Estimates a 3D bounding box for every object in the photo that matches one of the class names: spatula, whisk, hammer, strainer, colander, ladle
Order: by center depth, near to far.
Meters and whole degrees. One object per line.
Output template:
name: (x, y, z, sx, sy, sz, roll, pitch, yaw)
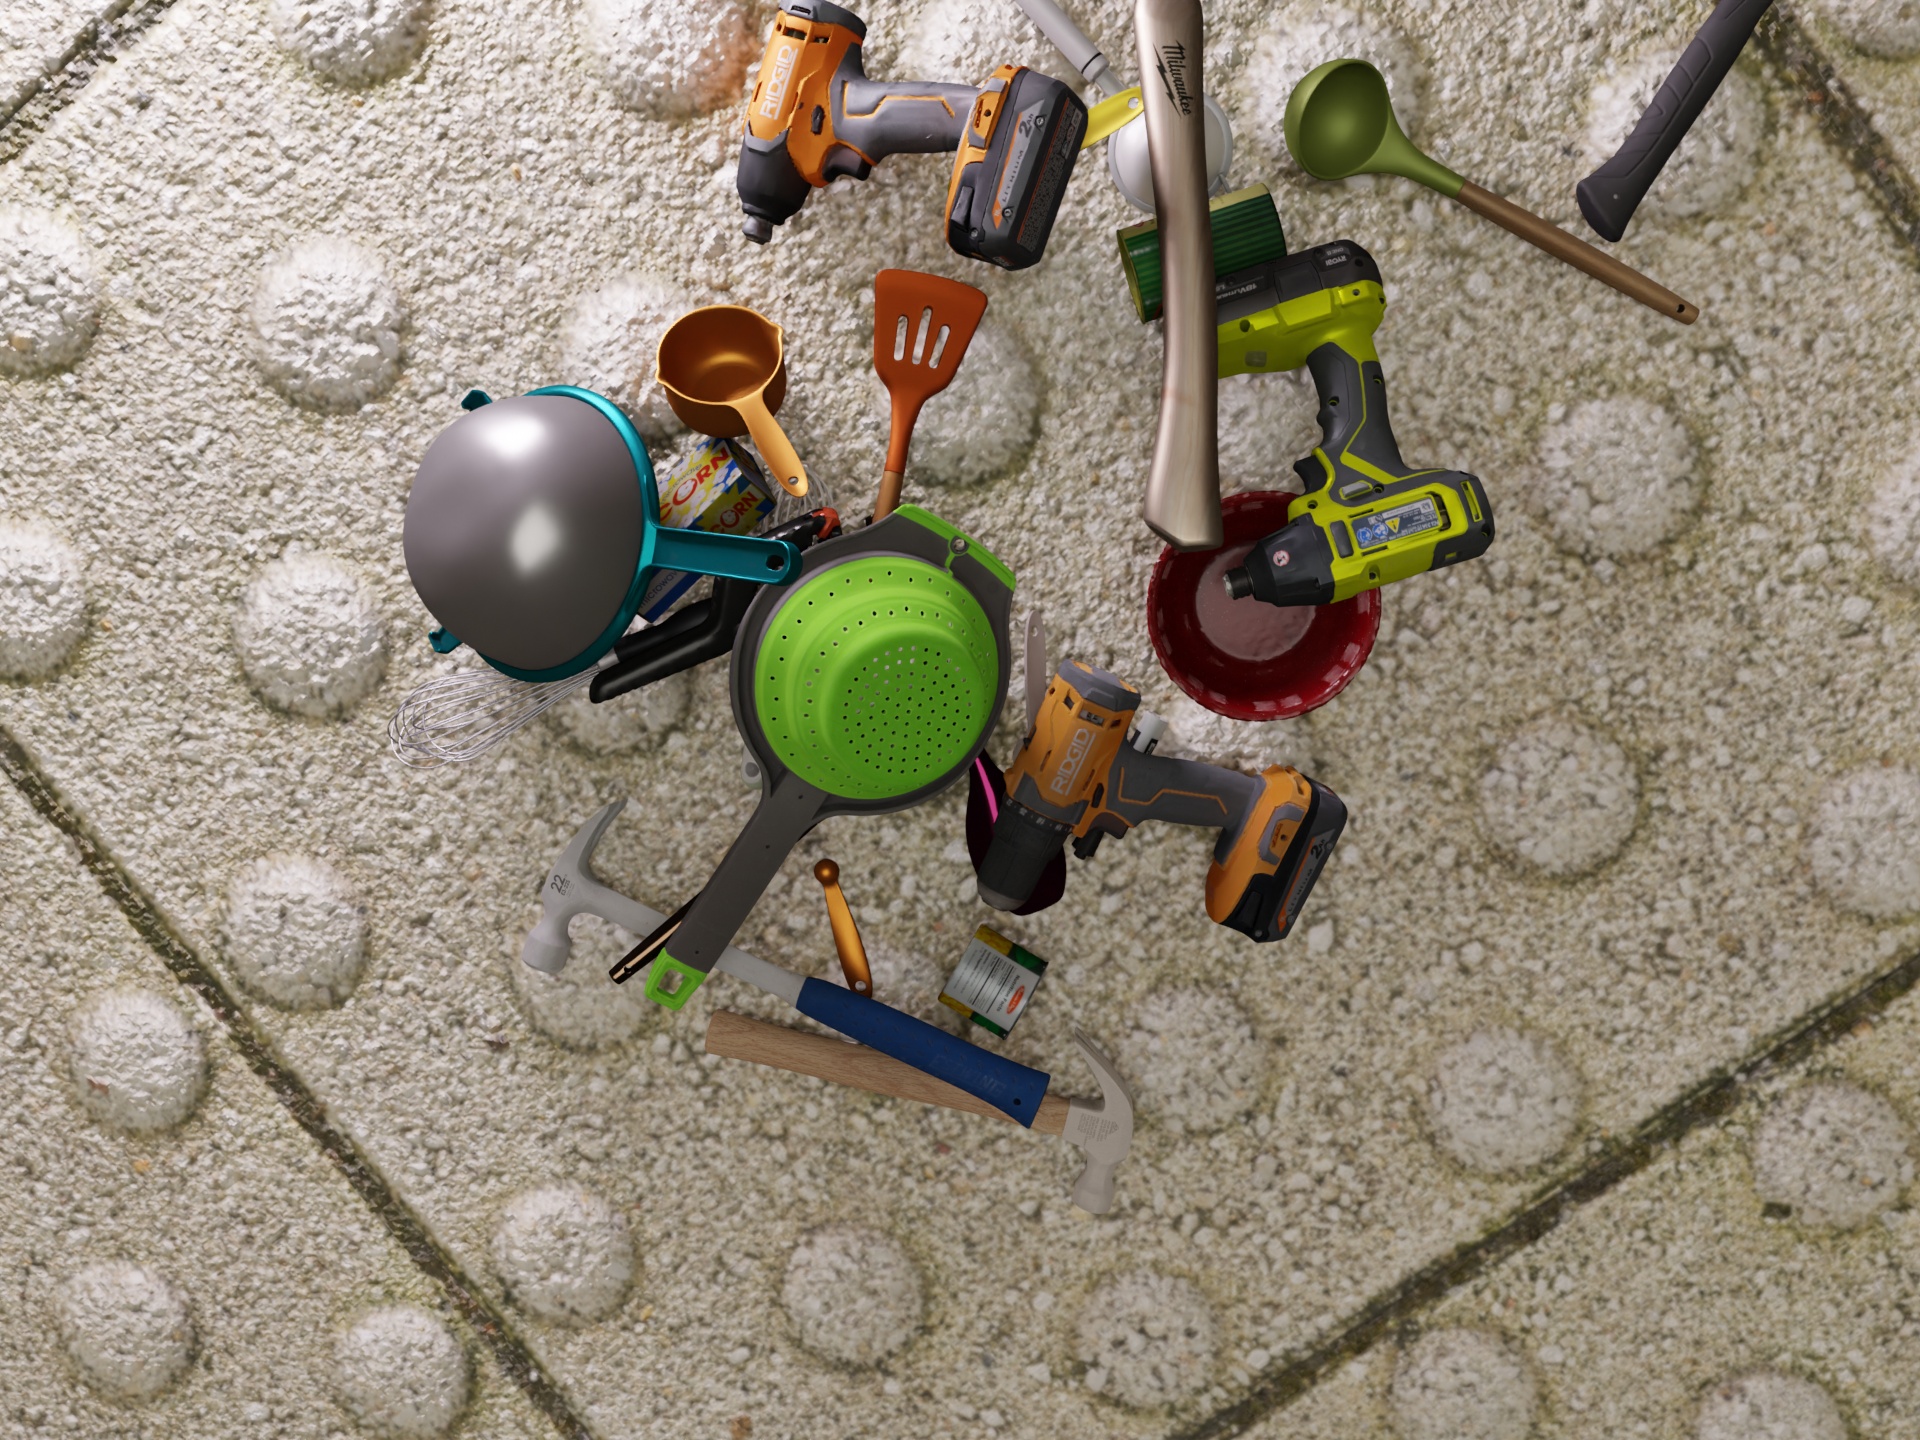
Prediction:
hammer: (0.154, -0.316, 1.028, 0.146, 0.038, 0.411, -3, 88, 8)
strainer: (-0.261, -0.124, 1.054, 0.340, 0.095, 0.211, 11, 93, 33)
hammer: (0.525, -0.471, 1.056, 0.146, 0.035, 0.334, 32, 99, -1)
ladle: (0.363, -0.347, 1.076, 0.320, 0.062, 0.078, 27, 108, -3)
colander: (-0.094, 0.047, 1.085, 0.204, 0.095, 0.397, 32, 96, -25)
strainer: (0.097, -0.440, 1.090, 0.258, 0.050, 0.087, 47, 113, 0)
spatula: (-0.052, -0.152, 1.127, 0.081, 0.041, 0.322, 11, 90, -9)
spatula: (-0.129, 0.084, 1.150, 0.316, 0.018, 0.059, -40, 99, -2)
whisk: (-0.133, -0.067, 1.157, 0.058, 0.059, 0.246, 15, 105, 19)
whisk: (-0.288, -0.033, 1.169, 0.284, 0.070, 0.070, -21, 97, 2)
hammer: (-0.125, 0.191, 1.172, 0.405, 0.035, 0.144, 23, 99, 9)
hammer: (-0.031, 0.272, 1.207, 0.331, 0.031, 0.130, 14, 100, 2)

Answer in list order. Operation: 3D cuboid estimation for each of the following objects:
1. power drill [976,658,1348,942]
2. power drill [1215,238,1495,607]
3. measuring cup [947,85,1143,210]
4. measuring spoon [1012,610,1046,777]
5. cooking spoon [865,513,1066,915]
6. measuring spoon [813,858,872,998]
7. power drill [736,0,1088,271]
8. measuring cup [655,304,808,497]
power drill: (0.134, 0.081, 1.130, 0.226, 0.084, 0.185, 24, 100, -8)
power drill: (0.234, -0.190, 1.057, 0.171, 0.080, 0.223, -17, 76, 4)
measuring cup: (0.064, -0.386, 1.090, 0.156, 0.029, 0.062, -26, 88, 17)
measuring spoon: (0.050, -0.019, 1.166, 0.018, 0.034, 0.124, 4, 95, 47)
cooking spoon: (-0.002, -0.004, 1.170, 0.069, 0.017, 0.319, -23, 96, 1)
measuring spoon: (-0.088, 0.161, 1.204, 0.021, 0.011, 0.117, -15, 97, 6)
power drill: (-0.046, -0.378, 1.068, 0.226, 0.084, 0.164, 24, 100, 18)
measuring cup: (-0.145, -0.208, 1.100, 0.095, 0.052, 0.174, -26, 68, -12)
